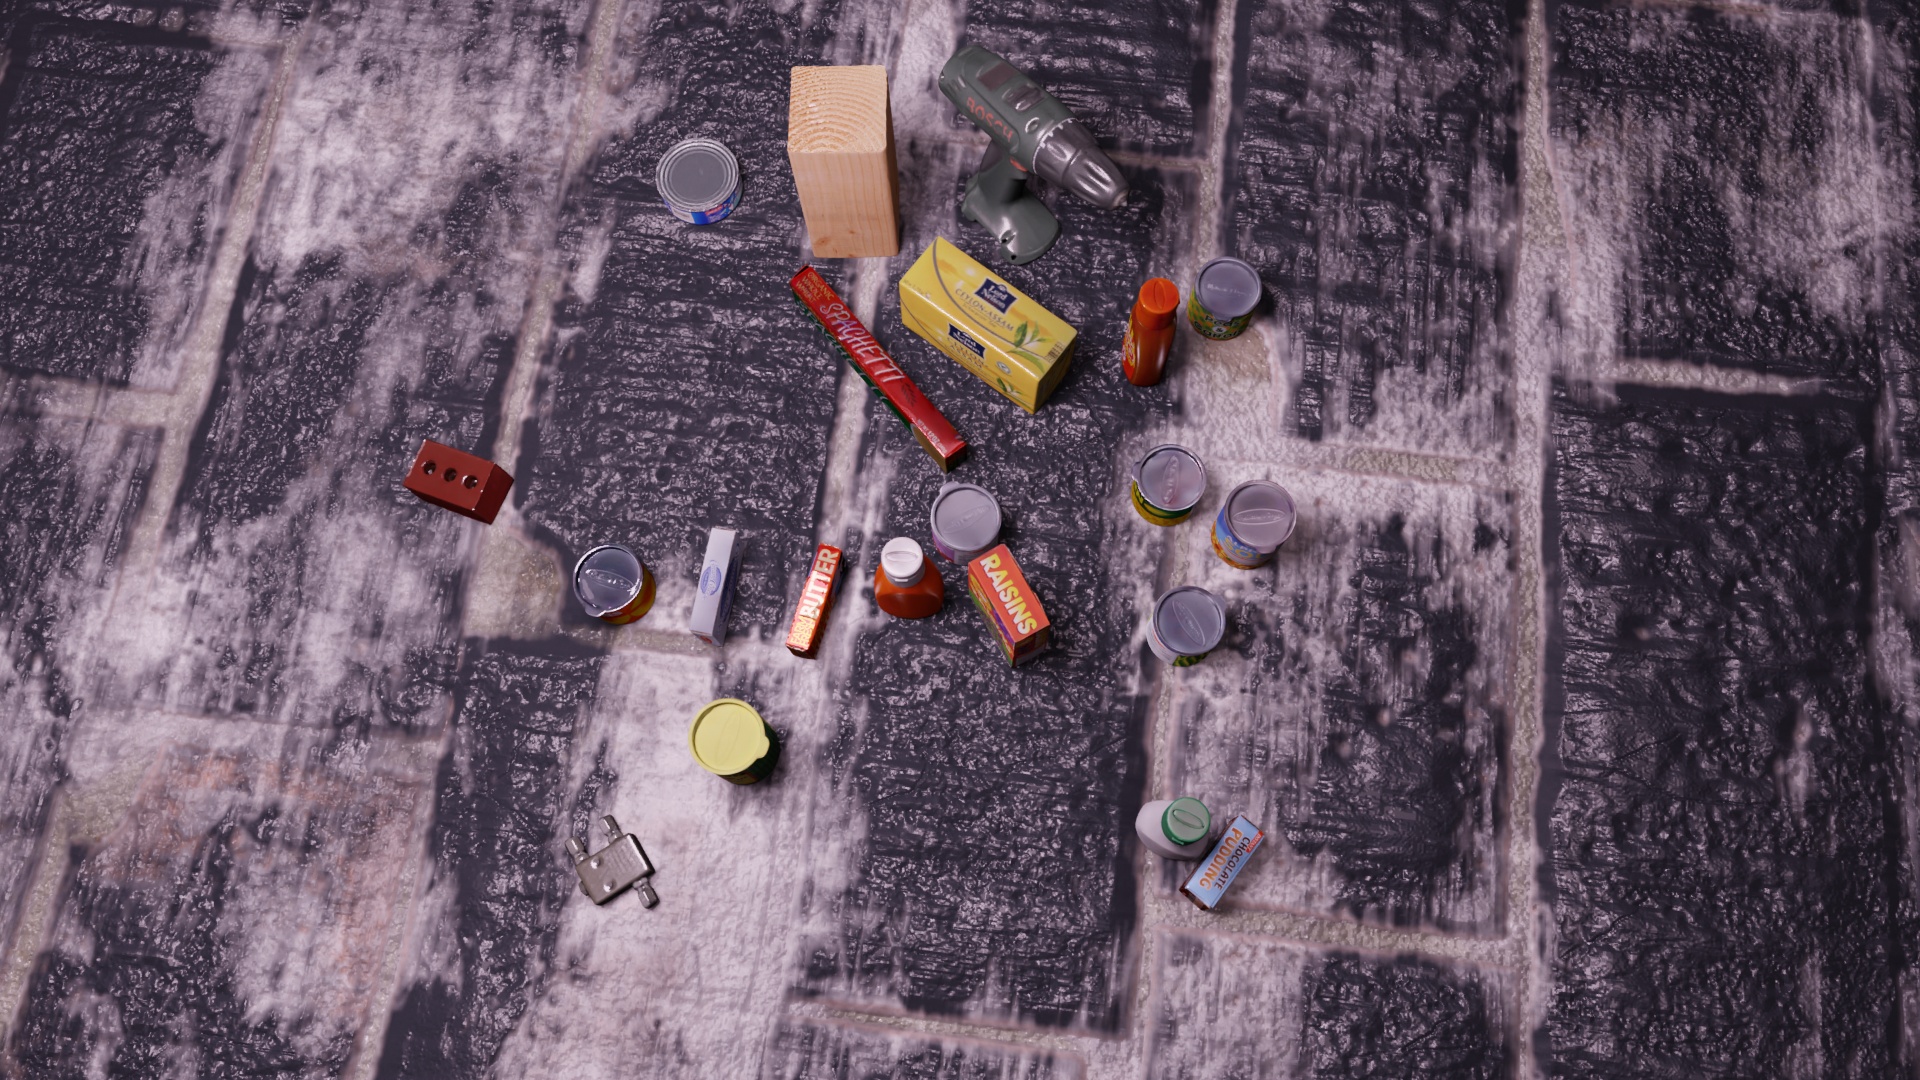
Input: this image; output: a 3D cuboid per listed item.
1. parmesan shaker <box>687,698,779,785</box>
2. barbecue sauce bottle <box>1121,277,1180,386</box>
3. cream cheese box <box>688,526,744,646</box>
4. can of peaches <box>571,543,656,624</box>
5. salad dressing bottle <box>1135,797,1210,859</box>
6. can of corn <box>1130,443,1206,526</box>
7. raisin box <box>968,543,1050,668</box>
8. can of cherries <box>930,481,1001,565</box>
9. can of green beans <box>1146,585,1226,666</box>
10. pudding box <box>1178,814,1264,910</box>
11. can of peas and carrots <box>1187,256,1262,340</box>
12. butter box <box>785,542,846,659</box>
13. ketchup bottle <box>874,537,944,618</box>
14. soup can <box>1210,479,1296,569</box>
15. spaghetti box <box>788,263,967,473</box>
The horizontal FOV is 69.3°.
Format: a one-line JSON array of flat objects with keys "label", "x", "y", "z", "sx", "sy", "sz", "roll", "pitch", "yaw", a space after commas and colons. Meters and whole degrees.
[{"label": "parmesan shaker", "x": -0.198, "y": 0.183, "z": 1.243, "sx": 0.071, "sy": 0.103, "sz": 0.071, "roll": 0, "pitch": 74, "yaw": 1}, {"label": "barbecue sauce bottle", "x": 0.182, "y": -0.202, "z": 1.327, "sx": 0.044, "sy": 0.148, "sz": 0.065, "roll": -3, "pitch": 74, "yaw": 0}, {"label": "cream cheese box", "x": -0.229, "y": 0.044, "z": 1.310, "sx": 0.024, "sy": 0.053, "sz": 0.104, "roll": 9, "pitch": 74, "yaw": 4}, {"label": "can of peaches", "x": -0.327, "y": 0.044, "z": 1.309, "sx": 0.071, "sy": 0.058, "sz": 0.071, "roll": 0, "pitch": 74, "yaw": 1}, {"label": "salad dressing bottle", "x": 0.187, "y": 0.246, "z": 1.195, "sx": 0.064, "sy": 0.147, "sz": 0.044, "roll": 26, "pitch": 76, "yaw": 8}, {"label": "can of corn", "x": 0.196, "y": -0.053, "z": 1.329, "sx": 0.071, "sy": 0.058, "sz": 0.071, "roll": 0, "pitch": 74, "yaw": 1}, {"label": "raisin box", "x": 0.044, "y": 0.062, "z": 1.264, "sx": 0.040, "sy": 0.123, "sz": 0.086, "roll": -28, "pitch": 75, "yaw": -7}, {"label": "can of cherries", "x": 0.005, "y": -0.017, "z": 1.322, "sx": 0.071, "sy": 0.058, "sz": 0.071, "roll": 0, "pitch": 74, "yaw": 1}, {"label": "can of green beans", "x": 0.208, "y": 0.080, "z": 1.290, "sx": 0.071, "sy": 0.057, "sz": 0.071, "roll": 0, "pitch": 74, "yaw": 1}, {"label": "pudding box", "x": 0.232, "y": 0.287, "z": 1.234, "sx": 0.030, "sy": 0.049, "sz": 0.084, "roll": 38, "pitch": 78, "yaw": 11}, {"label": "can of peas and carrots", "x": 0.262, "y": -0.238, "z": 1.383, "sx": 0.071, "sy": 0.058, "sz": 0.071, "roll": 0, "pitch": 74, "yaw": 1}, {"label": "butter box", "x": -0.135, "y": 0.058, "z": 1.305, "sx": 0.024, "sy": 0.053, "sz": 0.104, "roll": 16, "pitch": 75, "yaw": 5}, {"label": "ketchup bottle", "x": -0.049, "y": 0.035, "z": 1.260, "sx": 0.065, "sy": 0.148, "sz": 0.043, "roll": 1, "pitch": 74, "yaw": 1}, {"label": "soup can", "x": 0.274, "y": -0.011, "z": 1.303, "sx": 0.071, "sy": 0.083, "sz": 0.071, "roll": 0, "pitch": 74, "yaw": 1}, {"label": "spaghetti box", "x": -0.082, "y": -0.170, "z": 1.372, "sx": 0.029, "sy": 0.050, "sz": 0.250, "roll": -39, "pitch": 77, "yaw": -9}]
